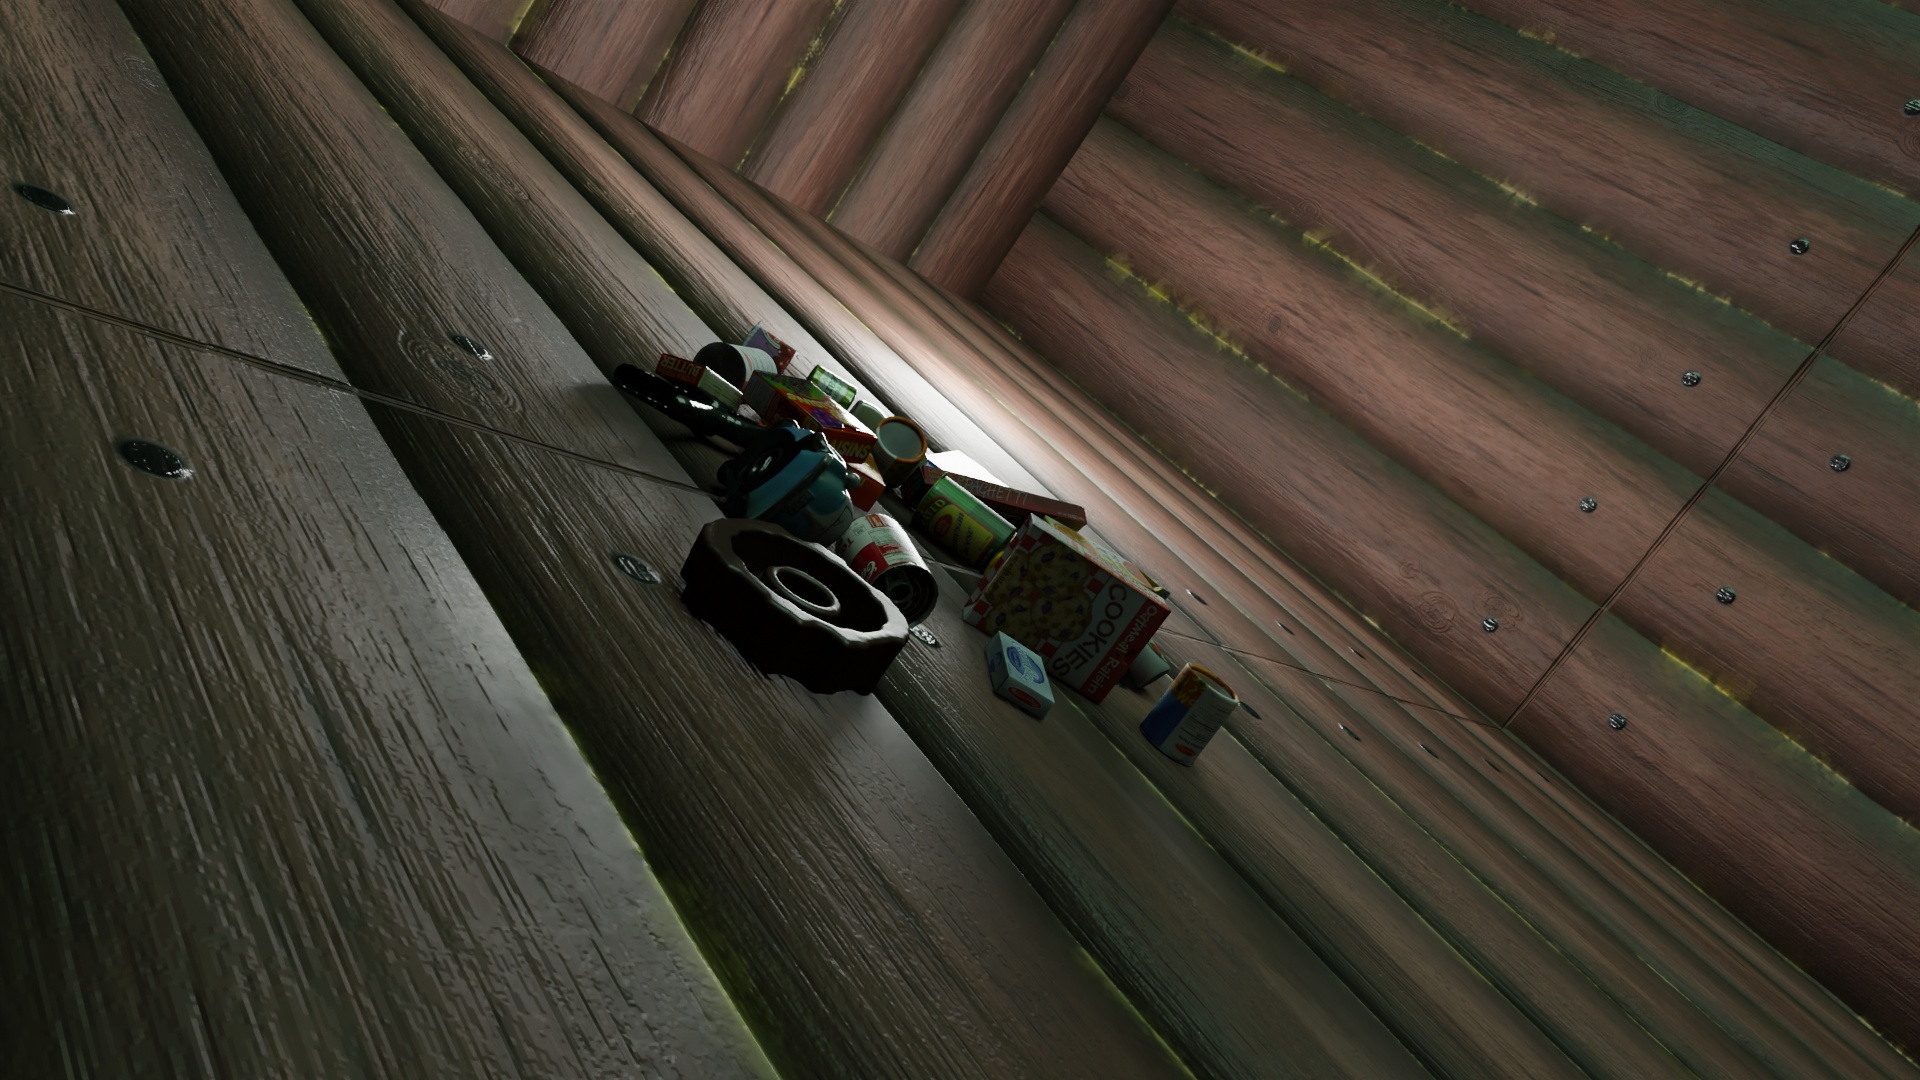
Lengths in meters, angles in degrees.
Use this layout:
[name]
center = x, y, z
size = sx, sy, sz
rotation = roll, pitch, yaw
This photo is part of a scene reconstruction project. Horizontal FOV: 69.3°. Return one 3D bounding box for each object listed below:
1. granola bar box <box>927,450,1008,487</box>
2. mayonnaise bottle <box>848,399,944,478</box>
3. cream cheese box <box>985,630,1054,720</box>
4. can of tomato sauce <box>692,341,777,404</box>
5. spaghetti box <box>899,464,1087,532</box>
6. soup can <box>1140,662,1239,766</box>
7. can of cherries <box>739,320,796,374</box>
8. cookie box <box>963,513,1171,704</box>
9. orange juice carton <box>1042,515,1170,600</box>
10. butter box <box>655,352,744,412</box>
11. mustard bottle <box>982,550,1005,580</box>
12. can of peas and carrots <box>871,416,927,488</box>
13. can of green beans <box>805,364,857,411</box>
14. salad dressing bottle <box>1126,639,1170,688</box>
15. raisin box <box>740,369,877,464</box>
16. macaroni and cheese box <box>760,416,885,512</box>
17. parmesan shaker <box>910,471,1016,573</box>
[granola bar box]
center = 0.014, -0.065, 1.815
size = 0.124, 0.039, 0.166
rotation = 37, 14, 9
[mayonnaise bottle]
center = -0.079, -0.107, 1.696
size = 0.148, 0.064, 0.041
rotation = 35, 4, -16
[cream cheese box]
center = 0.054, 0.125, 1.292
size = 0.053, 0.024, 0.104
rotation = 33, 14, -14
[can of tomato sauce]
center = -0.251, -0.183, 1.537
size = 0.071, 0.071, 0.083
rotation = 38, 13, 12
[spaghetti box]
center = 0.043, -0.042, 1.686
size = 0.250, 0.050, 0.029
rotation = 13, 49, -34
[soup can]
center = 0.233, 0.175, 1.417
size = 0.071, 0.083, 0.071
rotation = 33, 13, -8
[can of cherries]
center = -0.238, -0.221, 1.681
size = 0.058, 0.071, 0.072
rotation = 33, 13, -7
[cookie box]
center = 0.106, 0.070, 1.390
size = 0.167, 0.122, 0.040
rotation = 33, 14, -10
[orange juice carton]
center = 0.167, 0.052, 1.710
size = 0.192, 0.071, 0.073
rotation = 28, 15, -25
[butter box]
center = -0.268, -0.161, 1.430
size = 0.053, 0.024, 0.103
rotation = 19, -5, 16
[mustard bottle]
center = 0.081, 0.046, 1.575
size = 0.065, 0.048, 0.160
rotation = 41, 14, 22
[can of peas and carrots]
center = -0.078, -0.104, 1.629
size = 0.071, 0.058, 0.071
rotation = 15, 53, -21
[can of green beans]
center = -0.167, -0.173, 1.696
size = 0.058, 0.071, 0.071
rotation = 31, 14, -14
[salad dressing bottle]
center = 0.179, 0.093, 1.558
size = 0.148, 0.044, 0.064
rotation = 60, 6, 15
[raisin box]
center = -0.158, -0.129, 1.456
size = 0.123, 0.040, 0.086
rotation = 40, 20, 32
[macaroni and cheese box]
center = -0.156, -0.104, 1.542
size = 0.123, 0.040, 0.167
rotation = 28, 15, -23
[parmesan shaker]
center = 0.006, -0.020, 1.570
size = 0.103, 0.071, 0.071
rotation = 37, 13, 7
